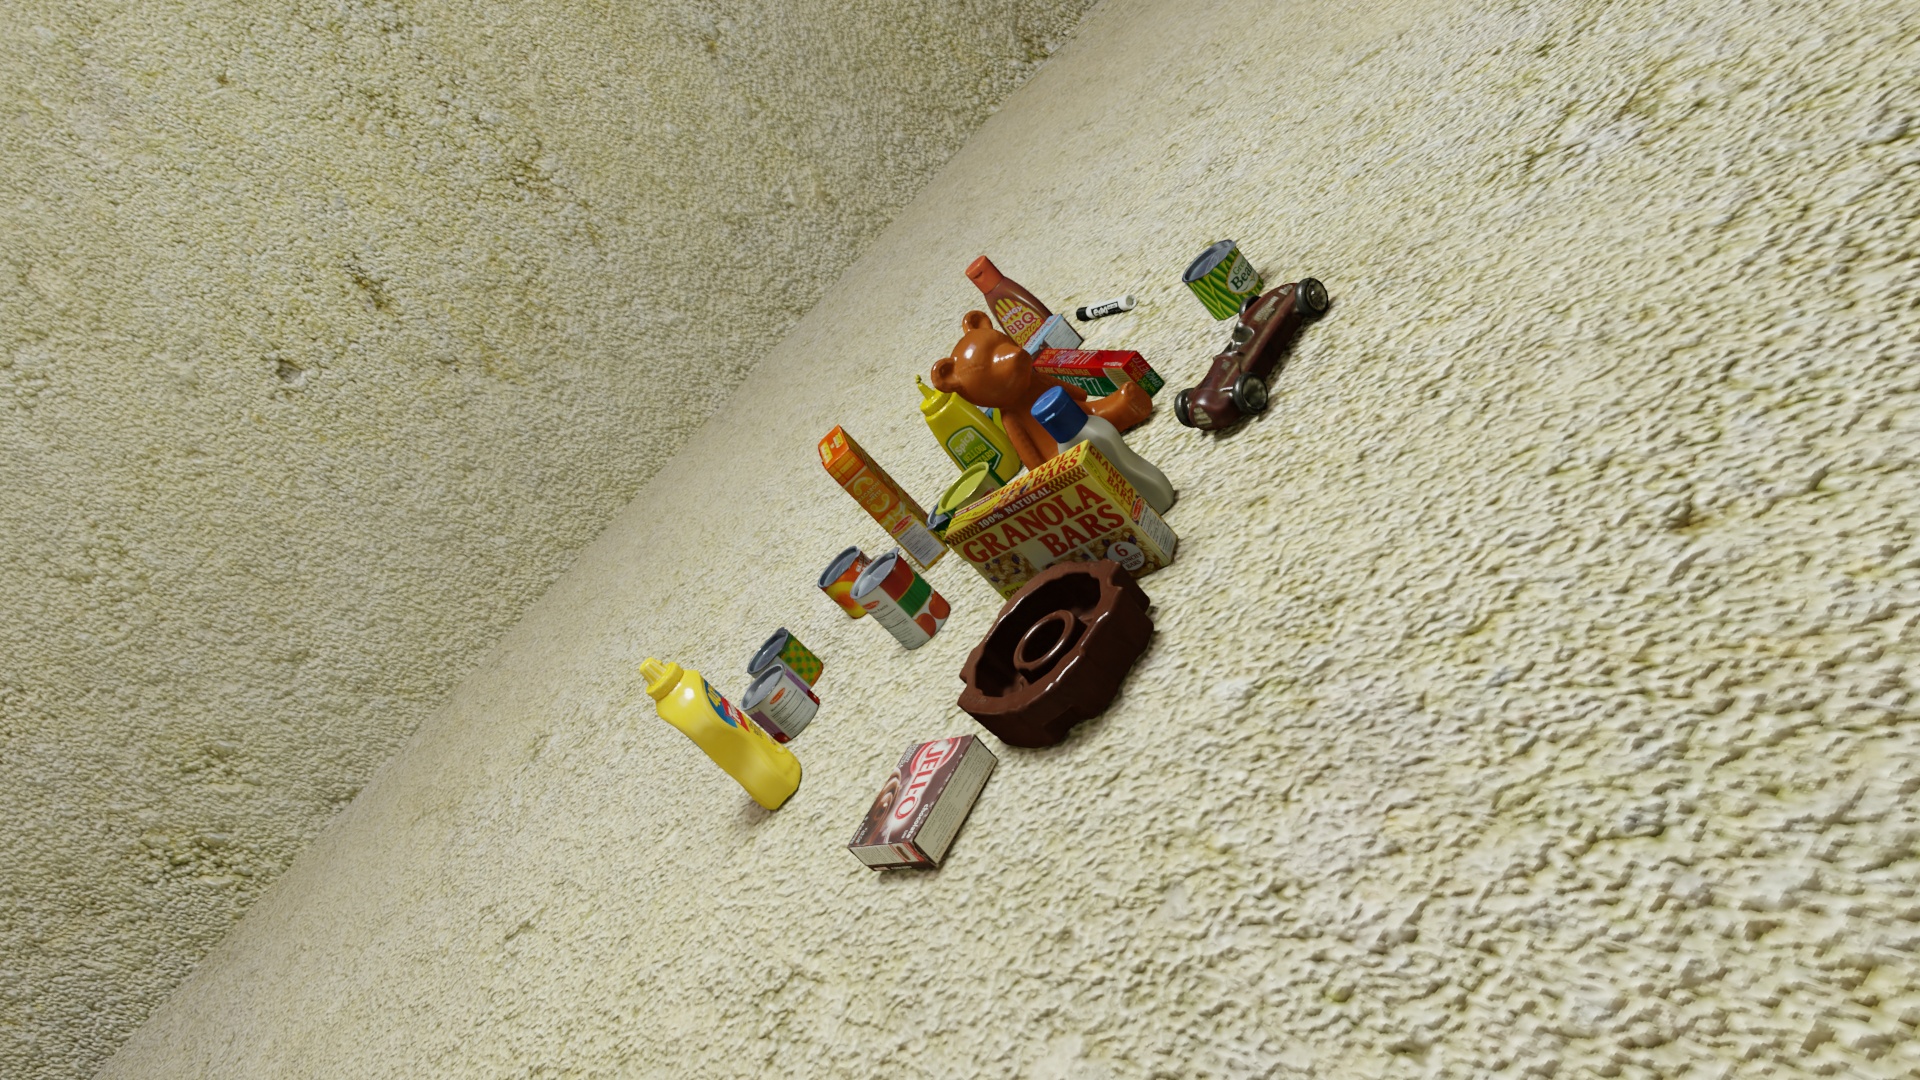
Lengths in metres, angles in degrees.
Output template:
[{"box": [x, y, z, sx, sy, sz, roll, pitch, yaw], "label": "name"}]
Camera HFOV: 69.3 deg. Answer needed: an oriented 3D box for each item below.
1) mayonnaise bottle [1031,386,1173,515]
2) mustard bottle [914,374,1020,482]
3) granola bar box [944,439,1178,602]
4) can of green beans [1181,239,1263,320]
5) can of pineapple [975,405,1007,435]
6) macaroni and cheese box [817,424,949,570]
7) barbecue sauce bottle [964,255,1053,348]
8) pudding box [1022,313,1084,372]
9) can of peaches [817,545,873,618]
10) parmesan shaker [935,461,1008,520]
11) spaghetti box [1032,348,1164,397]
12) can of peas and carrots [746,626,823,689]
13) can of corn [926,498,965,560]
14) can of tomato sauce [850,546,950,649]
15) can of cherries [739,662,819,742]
[{"box": [0.124, -0.075, 1.243, 0.064, 0.148, 0.041, -33, 22, 29], "label": "mayonnaise bottle"}, {"box": [-0.001, -0.127, 1.577, 0.065, 0.160, 0.049, -37, 21, 21], "label": "mustard bottle"}, {"box": [0.087, -0.004, 1.210, 0.165, 0.124, 0.039, -28, 25, 39], "label": "granola bar box"}, {"box": [0.279, -0.277, 1.478, 0.071, 0.057, 0.071, -38, 20, 17], "label": "can of green beans"}, {"box": [0.037, -0.137, 1.676, 0.071, 0.058, 0.071, -38, 20, 17], "label": "can of pineapple"}, {"box": [-0.091, -0.050, 1.591, 0.040, 0.166, 0.124, -43, 19, 5], "label": "macaroni and cheese box"}, {"box": [0.068, -0.310, 1.826, 0.064, 0.148, 0.044, -33, 22, 30], "label": "barbecue sauce bottle"}, {"box": [0.111, -0.240, 1.748, 0.084, 0.049, 0.030, -51, 20, -18], "label": "pudding box"}, {"box": [-0.122, 0.048, 1.617, 0.071, 0.058, 0.071, -38, 20, 17], "label": "can of peaches"}, {"box": [0.034, -0.017, 1.371, 0.071, 0.103, 0.071, -39, 20, 17], "label": "parmesan shaker"}, {"box": [0.150, -0.189, 1.568, 0.029, 0.050, 0.250, -48, 20, -8], "label": "spaghetti box"}, {"box": [-0.198, 0.142, 1.577, 0.071, 0.058, 0.071, -38, 20, 17], "label": "can of peas and carrots"}, {"box": [0.005, -0.019, 1.500, 0.071, 0.058, 0.071, -38, 20, 17], "label": "can of corn"}, {"box": [-0.060, 0.060, 1.433, 0.071, 0.083, 0.071, -38, 20, 17], "label": "can of tomato sauce"}, {"box": [-0.196, 0.176, 1.506, 0.071, 0.058, 0.072, -38, 20, 17], "label": "can of cherries"}]
